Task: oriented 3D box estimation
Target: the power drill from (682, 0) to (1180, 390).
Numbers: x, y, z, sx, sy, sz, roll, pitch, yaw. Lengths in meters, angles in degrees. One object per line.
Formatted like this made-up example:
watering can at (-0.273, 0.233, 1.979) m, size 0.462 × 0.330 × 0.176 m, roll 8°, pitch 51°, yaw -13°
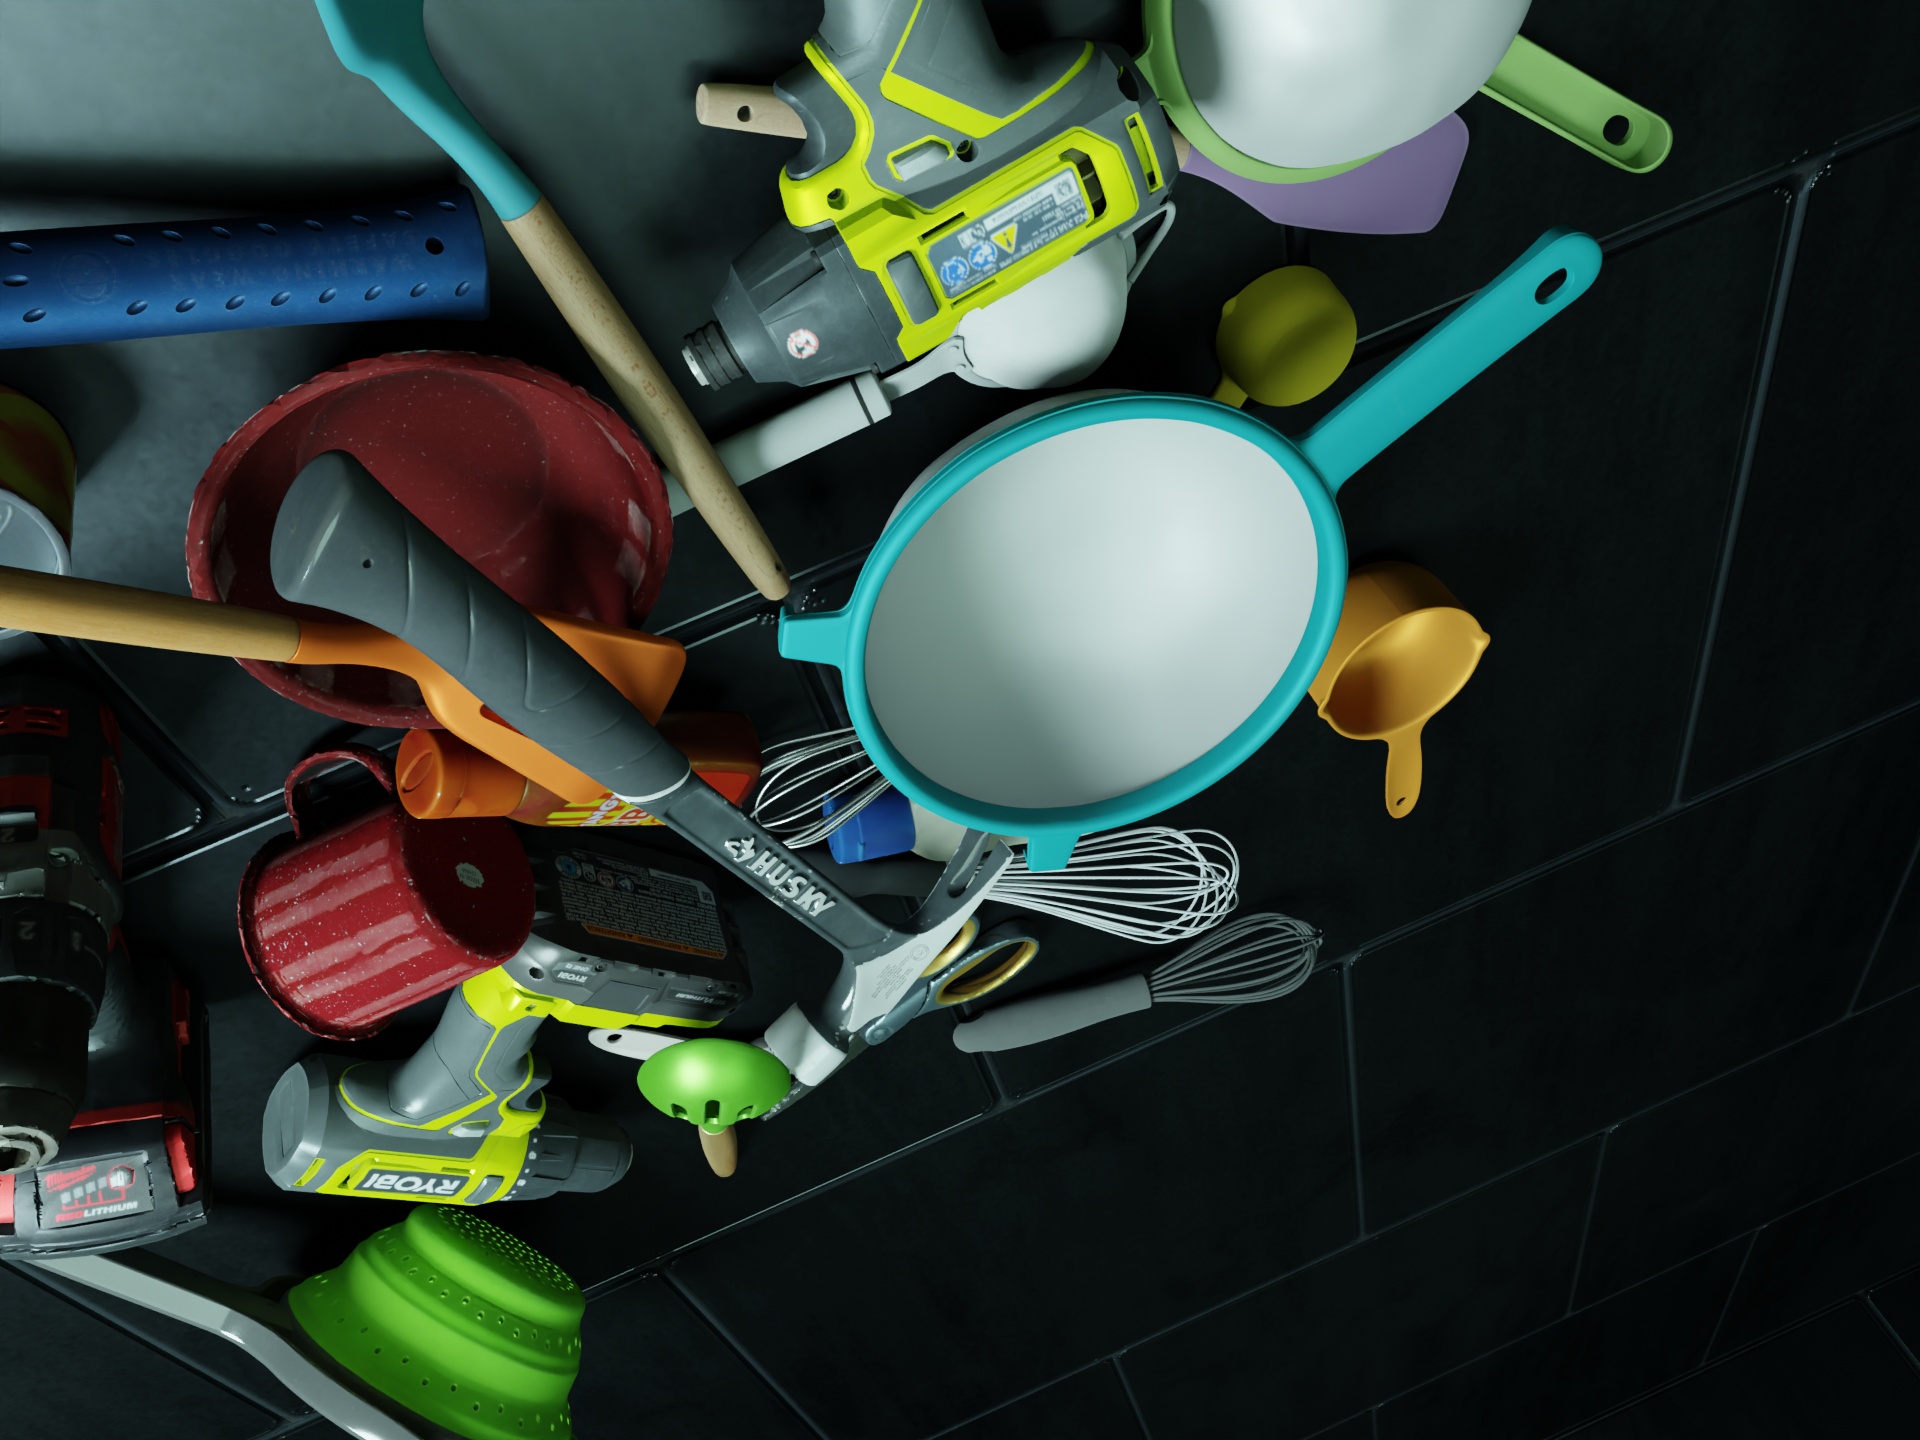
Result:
power drill at (-0.046, -0.209, 0.468) m, size 0.171 × 0.080 × 0.223 m, roll -29°, pitch 134°, yaw 3°

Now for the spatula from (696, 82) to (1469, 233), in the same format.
spatula at (0.059, -0.213, 0.580) m, size 0.315 × 0.018 × 0.059 m, roll -5°, pitch 127°, yaw -24°

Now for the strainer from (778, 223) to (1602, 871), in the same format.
strainer at (0.095, -0.097, 0.654) m, size 0.340 × 0.095 × 0.210 m, roll -38°, pitch 129°, yaw 11°

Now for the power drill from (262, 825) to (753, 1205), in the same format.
power drill at (-0.206, 0.163, 0.788) m, size 0.190 × 0.080 × 0.228 m, roll 20°, pitch 124°, yaw -40°

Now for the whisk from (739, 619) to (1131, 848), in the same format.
whisk at (-0.001, -0.002, 0.743) m, size 0.246 × 0.059 × 0.057 m, roll -27°, pitch 127°, yaw -7°

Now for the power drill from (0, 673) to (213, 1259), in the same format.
power drill at (-0.336, 0.120, 0.596) m, size 0.080 × 0.188 × 0.226 m, roll -5°, pitch 138°, yaw -21°

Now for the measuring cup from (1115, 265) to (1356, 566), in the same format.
measuring cup at (0.115, -0.122, 0.690) m, size 0.062 × 0.029 × 0.156 m, roll 11°, pitch 125°, yaw -34°

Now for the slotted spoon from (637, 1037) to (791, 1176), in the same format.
slotted spoon at (-0.126, 0.214, 0.835) m, size 0.070 × 0.031 × 0.313 m, roll 2°, pitch 157°, yaw -6°

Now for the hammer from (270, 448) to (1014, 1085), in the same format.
hammer at (-0.104, 0.027, 0.613) m, size 0.149 × 0.036 × 0.408 m, roll -44°, pitch 143°, yaw -2°

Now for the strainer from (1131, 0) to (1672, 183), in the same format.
strainer at (0.185, -0.239, 0.564) m, size 0.256 × 0.069 × 0.151 m, roll 11°, pitch 120°, yaw -32°

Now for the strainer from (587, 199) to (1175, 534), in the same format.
strainer at (-0.026, -0.126, 0.612) m, size 0.258 × 0.050 × 0.086 m, roll -25°, pitch 153°, yaw 3°

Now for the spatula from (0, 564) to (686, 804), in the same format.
spatula at (-0.228, -0.024, 0.494) m, size 0.322 × 0.041 × 0.081 m, roll 9°, pitch 123°, yaw -52°

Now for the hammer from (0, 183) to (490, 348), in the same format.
hammer at (-0.337, -0.107, 0.436) m, size 0.405 × 0.035 × 0.144 m, roll -12°, pitch 92°, yaw -24°

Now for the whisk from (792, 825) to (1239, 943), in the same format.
whisk at (0.025, 0.085, 0.840) m, size 0.284 × 0.070 × 0.070 m, roll 4°, pitch 131°, yaw -23°

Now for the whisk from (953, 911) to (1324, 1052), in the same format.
whisk at (0.110, 0.163, 0.973) m, size 0.239 × 0.055 × 0.055 m, roll -14°, pitch 137°, yaw -7°

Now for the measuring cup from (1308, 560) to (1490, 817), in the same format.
measuring cup at (0.222, -0.014, 0.842) m, size 0.095 × 0.052 × 0.173 m, roll -24°, pitch 140°, yaw -3°

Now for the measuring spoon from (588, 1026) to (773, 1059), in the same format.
measuring spoon at (-0.148, 0.179, 0.882) m, size 0.124 × 0.018 × 0.034 m, roll 17°, pitch 122°, yaw -30°

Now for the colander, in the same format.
colander at (-0.331, 0.289, 0.836) m, size 0.396 × 0.205 × 0.094 m, roll 39°, pitch 75°, yaw -30°

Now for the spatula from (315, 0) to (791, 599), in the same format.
spatula at (-0.120, -0.146, 0.515) m, size 0.044 × 0.082 × 0.317 m, roll -5°, pitch 141°, yaw 23°
